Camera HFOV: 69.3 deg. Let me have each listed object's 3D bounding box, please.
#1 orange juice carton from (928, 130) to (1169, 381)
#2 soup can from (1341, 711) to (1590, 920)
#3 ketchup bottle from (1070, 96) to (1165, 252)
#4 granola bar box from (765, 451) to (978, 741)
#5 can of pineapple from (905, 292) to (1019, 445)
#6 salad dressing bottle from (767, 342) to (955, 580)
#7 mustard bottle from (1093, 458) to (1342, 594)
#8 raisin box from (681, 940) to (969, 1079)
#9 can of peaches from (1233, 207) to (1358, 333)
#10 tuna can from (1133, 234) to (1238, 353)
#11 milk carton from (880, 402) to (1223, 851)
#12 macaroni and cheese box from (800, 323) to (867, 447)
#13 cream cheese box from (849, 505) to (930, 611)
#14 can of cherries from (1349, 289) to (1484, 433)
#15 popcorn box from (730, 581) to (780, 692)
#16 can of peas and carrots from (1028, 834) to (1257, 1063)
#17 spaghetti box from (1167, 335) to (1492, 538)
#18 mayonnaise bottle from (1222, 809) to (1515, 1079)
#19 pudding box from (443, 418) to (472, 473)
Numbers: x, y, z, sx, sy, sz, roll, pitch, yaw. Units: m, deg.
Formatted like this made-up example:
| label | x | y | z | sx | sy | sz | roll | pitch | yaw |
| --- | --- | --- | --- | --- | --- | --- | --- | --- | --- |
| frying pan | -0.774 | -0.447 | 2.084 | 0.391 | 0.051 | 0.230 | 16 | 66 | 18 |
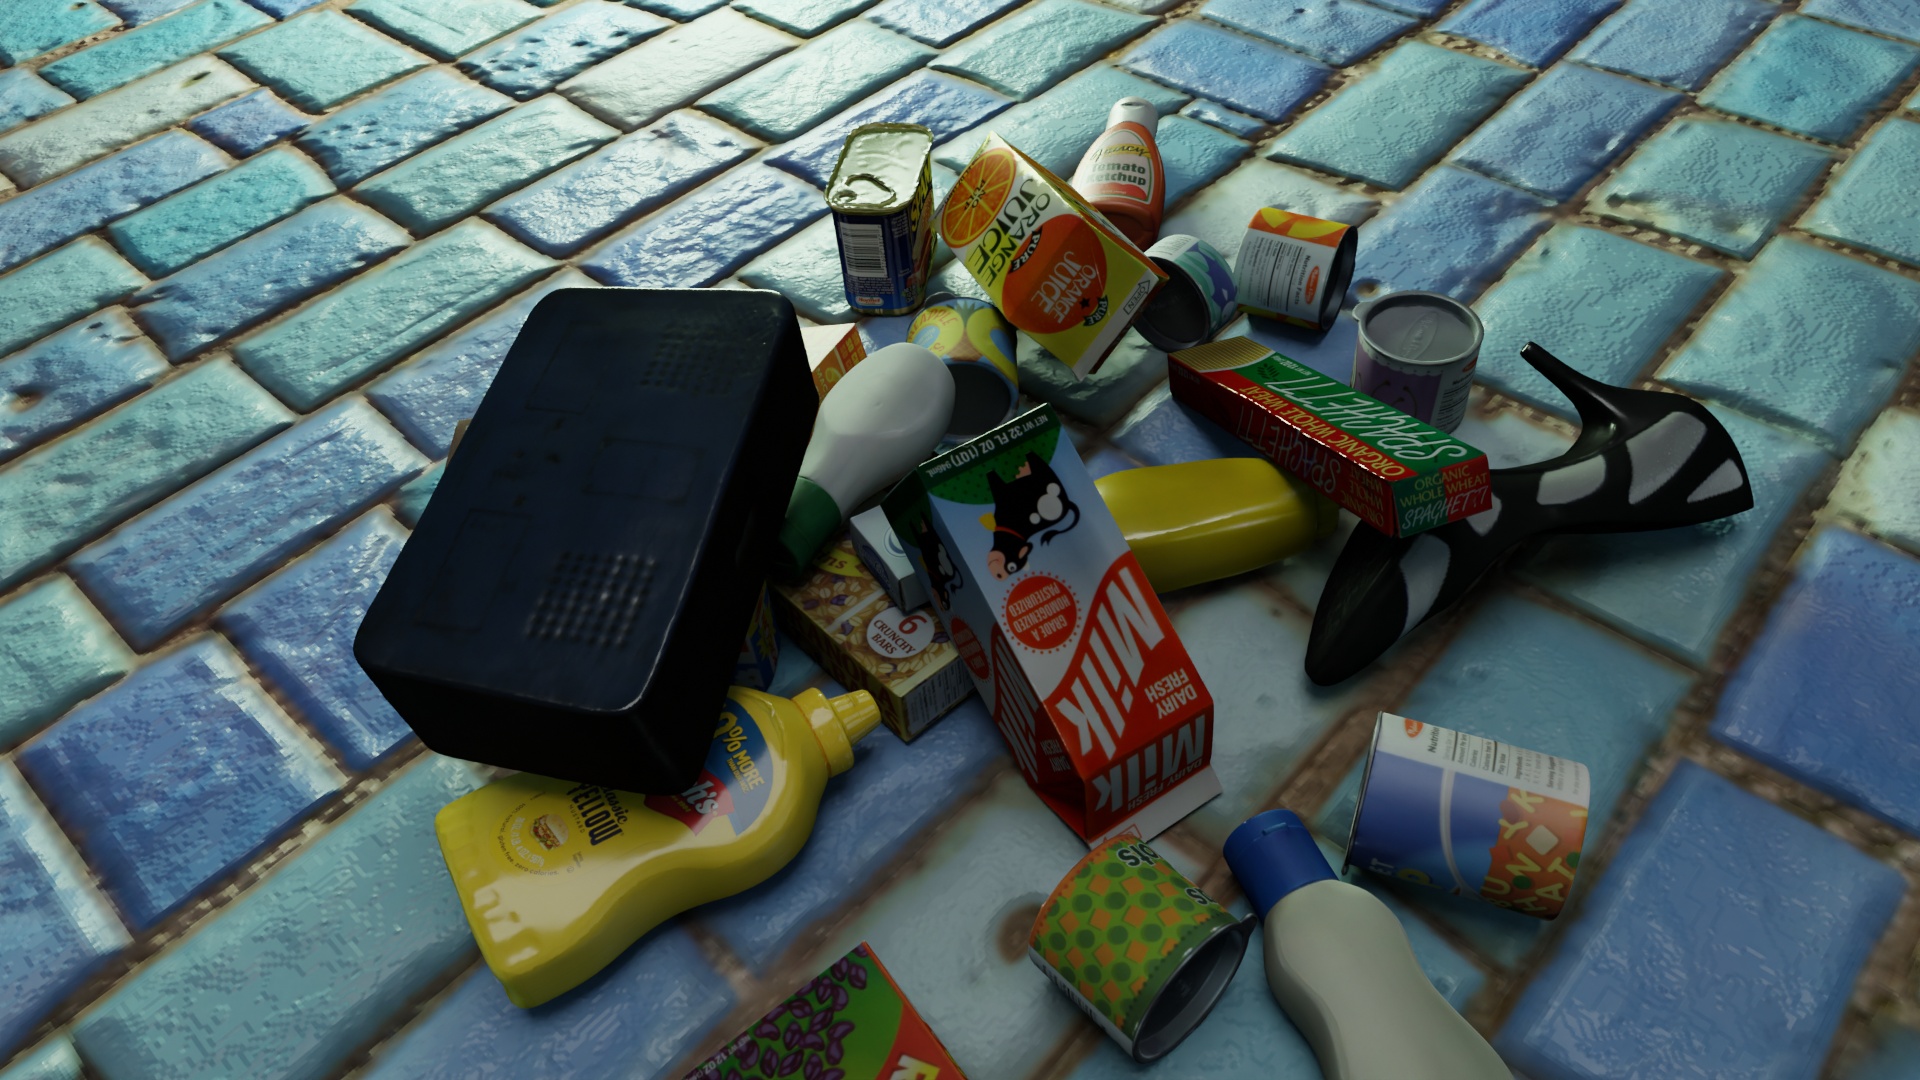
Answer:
| label | x | y | z | sx | sy | sz | roll | pitch | yaw |
| --- | --- | --- | --- | --- | --- | --- | --- | --- | --- |
| orange juice carton | 0.055 | -0.164 | 0.818 | 0.073 | 0.071 | 0.193 | 26 | 21 | -34 |
| soup can | 0.207 | 0.116 | 0.573 | 0.084 | 0.071 | 0.072 | 14 | 49 | 17 |
| ketchup bottle | 0.112 | -0.254 | 0.958 | 0.065 | 0.043 | 0.149 | 5 | 46 | 11 |
| granola bar box | -0.035 | 0.012 | 0.714 | 0.125 | 0.038 | 0.166 | -34 | 52 | -25 |
| can of pineapple | -0.001 | -0.098 | 0.797 | 0.071 | 0.070 | 0.058 | -3 | 46 | 3 |
| salad dressing bottle | -0.057 | -0.042 | 0.711 | 0.064 | 0.043 | 0.148 | 19 | 51 | 22 |
| mustard bottle | 0.140 | -0.012 | 0.714 | 0.160 | 0.048 | 0.065 | -9 | 41 | -4 |
| raisin box | -0.033 | 0.218 | 0.495 | 0.086 | 0.040 | 0.124 | -33 | 44 | -15 |
| can of peaches | 0.204 | -0.166 | 0.848 | 0.058 | 0.071 | 0.071 | 19 | 50 | 23 |
| tuna can | 0.133 | -0.146 | 0.837 | 0.071 | 0.070 | 0.033 | 30 | 54 | 30 |
| milk carton | 0.045 | 0.044 | 0.618 | 0.072 | 0.073 | 0.190 | -28 | 87 | -20 |
| macaroni and cheese box | -0.138 | -0.059 | 0.759 | 0.123 | 0.040 | 0.167 | -1 | 34 | 27 |
| cream cheese box | 0.002 | -0.009 | 0.684 | 0.104 | 0.024 | 0.053 | -26 | 47 | -19 |
| can of cherries | 0.253 | -0.099 | 0.782 | 0.071 | 0.058 | 0.072 | -3 | 46 | 3 |
| popcorn box | -0.157 | 0.032 | 0.673 | 0.127 | 0.084 | 0.038 | 3 | 49 | 8 |
| can of peas and carrots | 0.071 | 0.156 | 0.542 | 0.071 | 0.070 | 0.059 | -35 | 52 | -26 |
| spaghetti box | 0.177 | -0.061 | 0.708 | 0.050 | 0.028 | 0.251 | -16 | 24 | -9 |
| mayonnaise bottle | 0.152 | 0.173 | 0.538 | 0.065 | 0.041 | 0.149 | -16 | 45 | -12 |
| pudding box | -0.242 | -0.021 | 0.734 | 0.030 | 0.083 | 0.050 | -7 | 46 | 1 |
